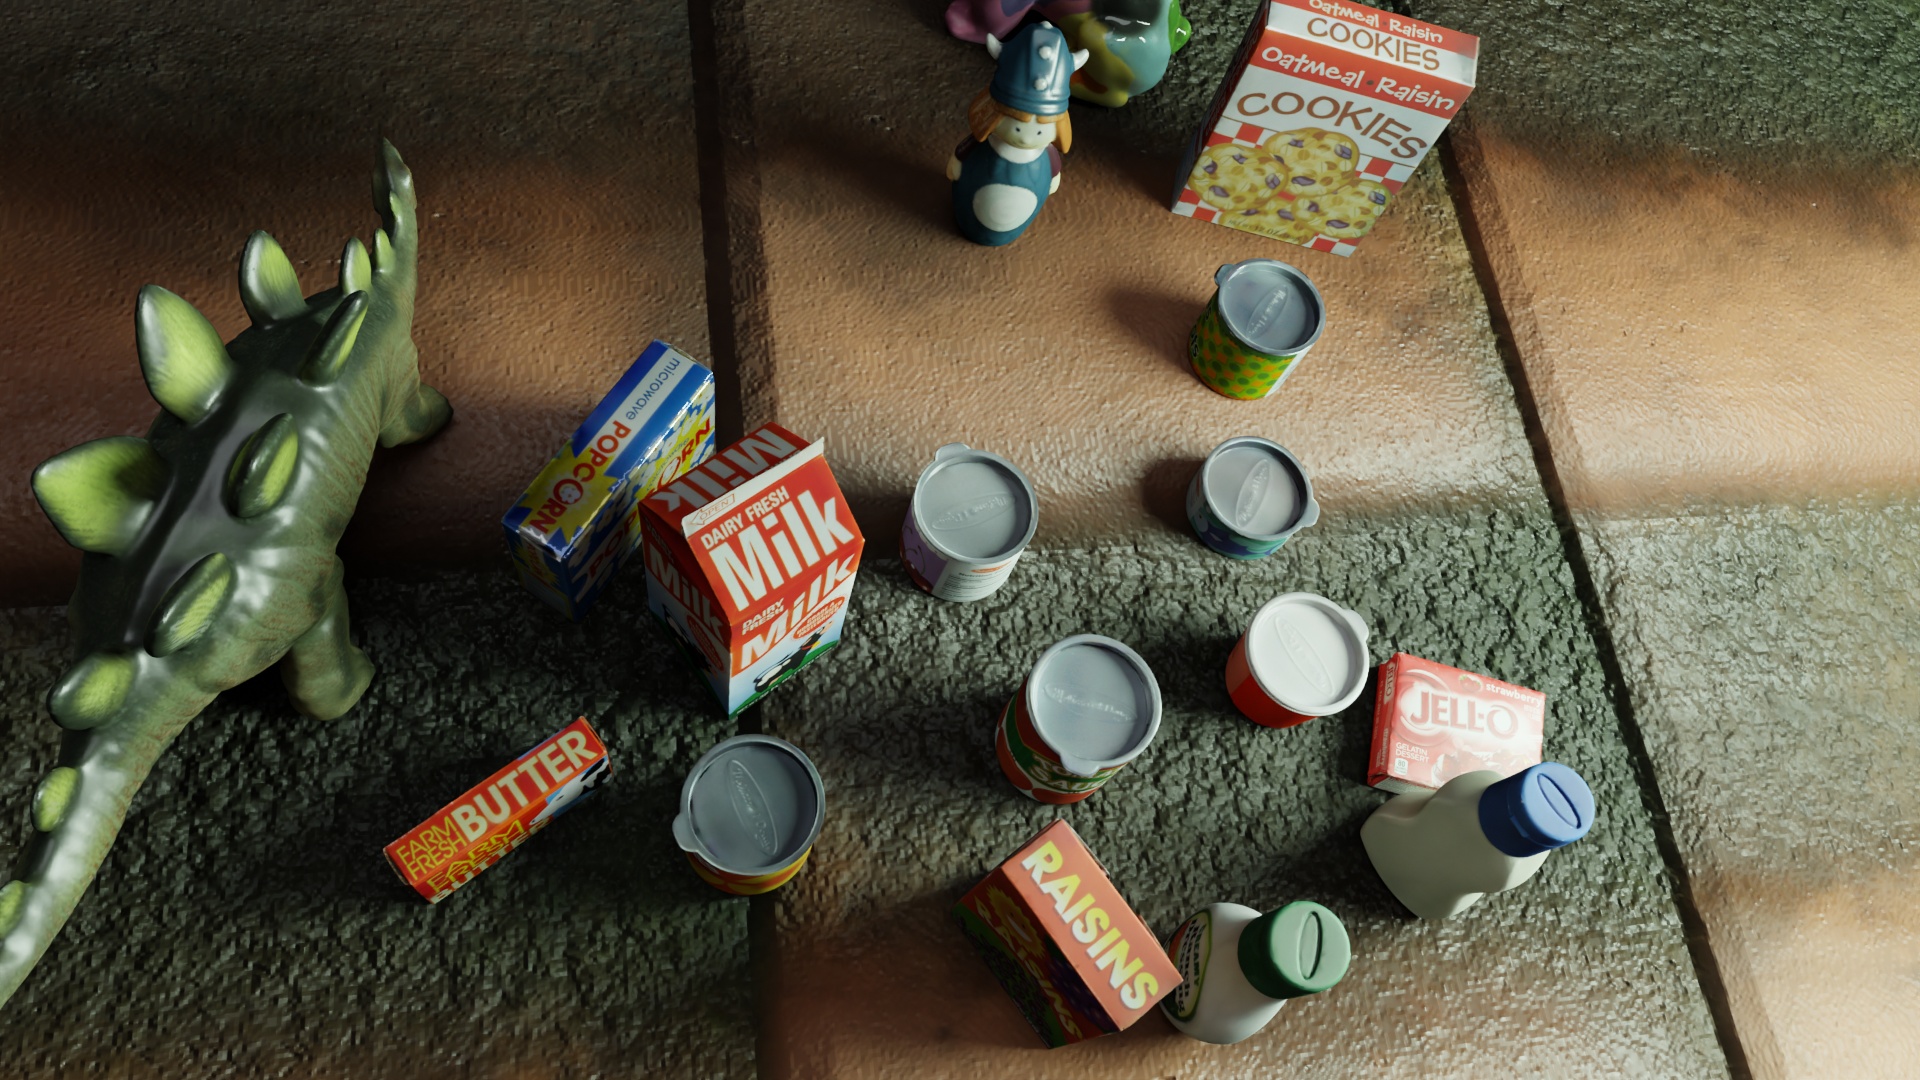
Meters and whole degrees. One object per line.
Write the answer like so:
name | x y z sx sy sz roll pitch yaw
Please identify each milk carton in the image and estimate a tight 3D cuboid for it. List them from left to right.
milk carton | -0.098 0.012 0.645 0.072 0.189 0.073 -34 77 -22

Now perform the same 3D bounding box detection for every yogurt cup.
yogurt cup | 0.177 0.068 0.749 0.072 0.053 0.072 4 66 -9

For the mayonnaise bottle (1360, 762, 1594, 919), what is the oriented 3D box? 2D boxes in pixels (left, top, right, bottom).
mayonnaise bottle | 0.251 0.144 0.678 0.041 0.147 0.065 -28 75 -20

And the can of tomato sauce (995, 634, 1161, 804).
can of tomato sauce | 0.057 0.094 0.698 0.071 0.082 0.071 4 66 -9

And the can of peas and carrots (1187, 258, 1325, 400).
can of peas and carrots | 0.174 -0.127 0.832 0.071 0.058 0.071 4 66 -9

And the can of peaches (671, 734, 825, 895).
can of peaches | -0.103 0.133 0.664 0.071 0.057 0.071 4 66 -9

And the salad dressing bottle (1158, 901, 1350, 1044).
salad dressing bottle | 0.131 0.193 0.632 0.044 0.147 0.064 17 65 -3

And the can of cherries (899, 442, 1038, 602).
can of cherries | 0.003 -0.009 0.747 0.071 0.058 0.072 4 66 -9

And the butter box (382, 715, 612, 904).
butter box | -0.212 0.126 0.648 0.104 0.053 0.024 -35 77 -22

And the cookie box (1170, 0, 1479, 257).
cookie box | 0.212 -0.247 0.833 0.123 0.166 0.040 13 65 -5

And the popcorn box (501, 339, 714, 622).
popcorn box | -0.175 -0.030 0.707 0.038 0.085 0.127 31 65 4

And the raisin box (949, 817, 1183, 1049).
raisin box | 0.044 0.183 0.634 0.040 0.123 0.086 -32 76 -21

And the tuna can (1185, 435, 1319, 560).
tuna can | 0.168 -0.023 0.799 0.071 0.032 0.071 4 66 -9
